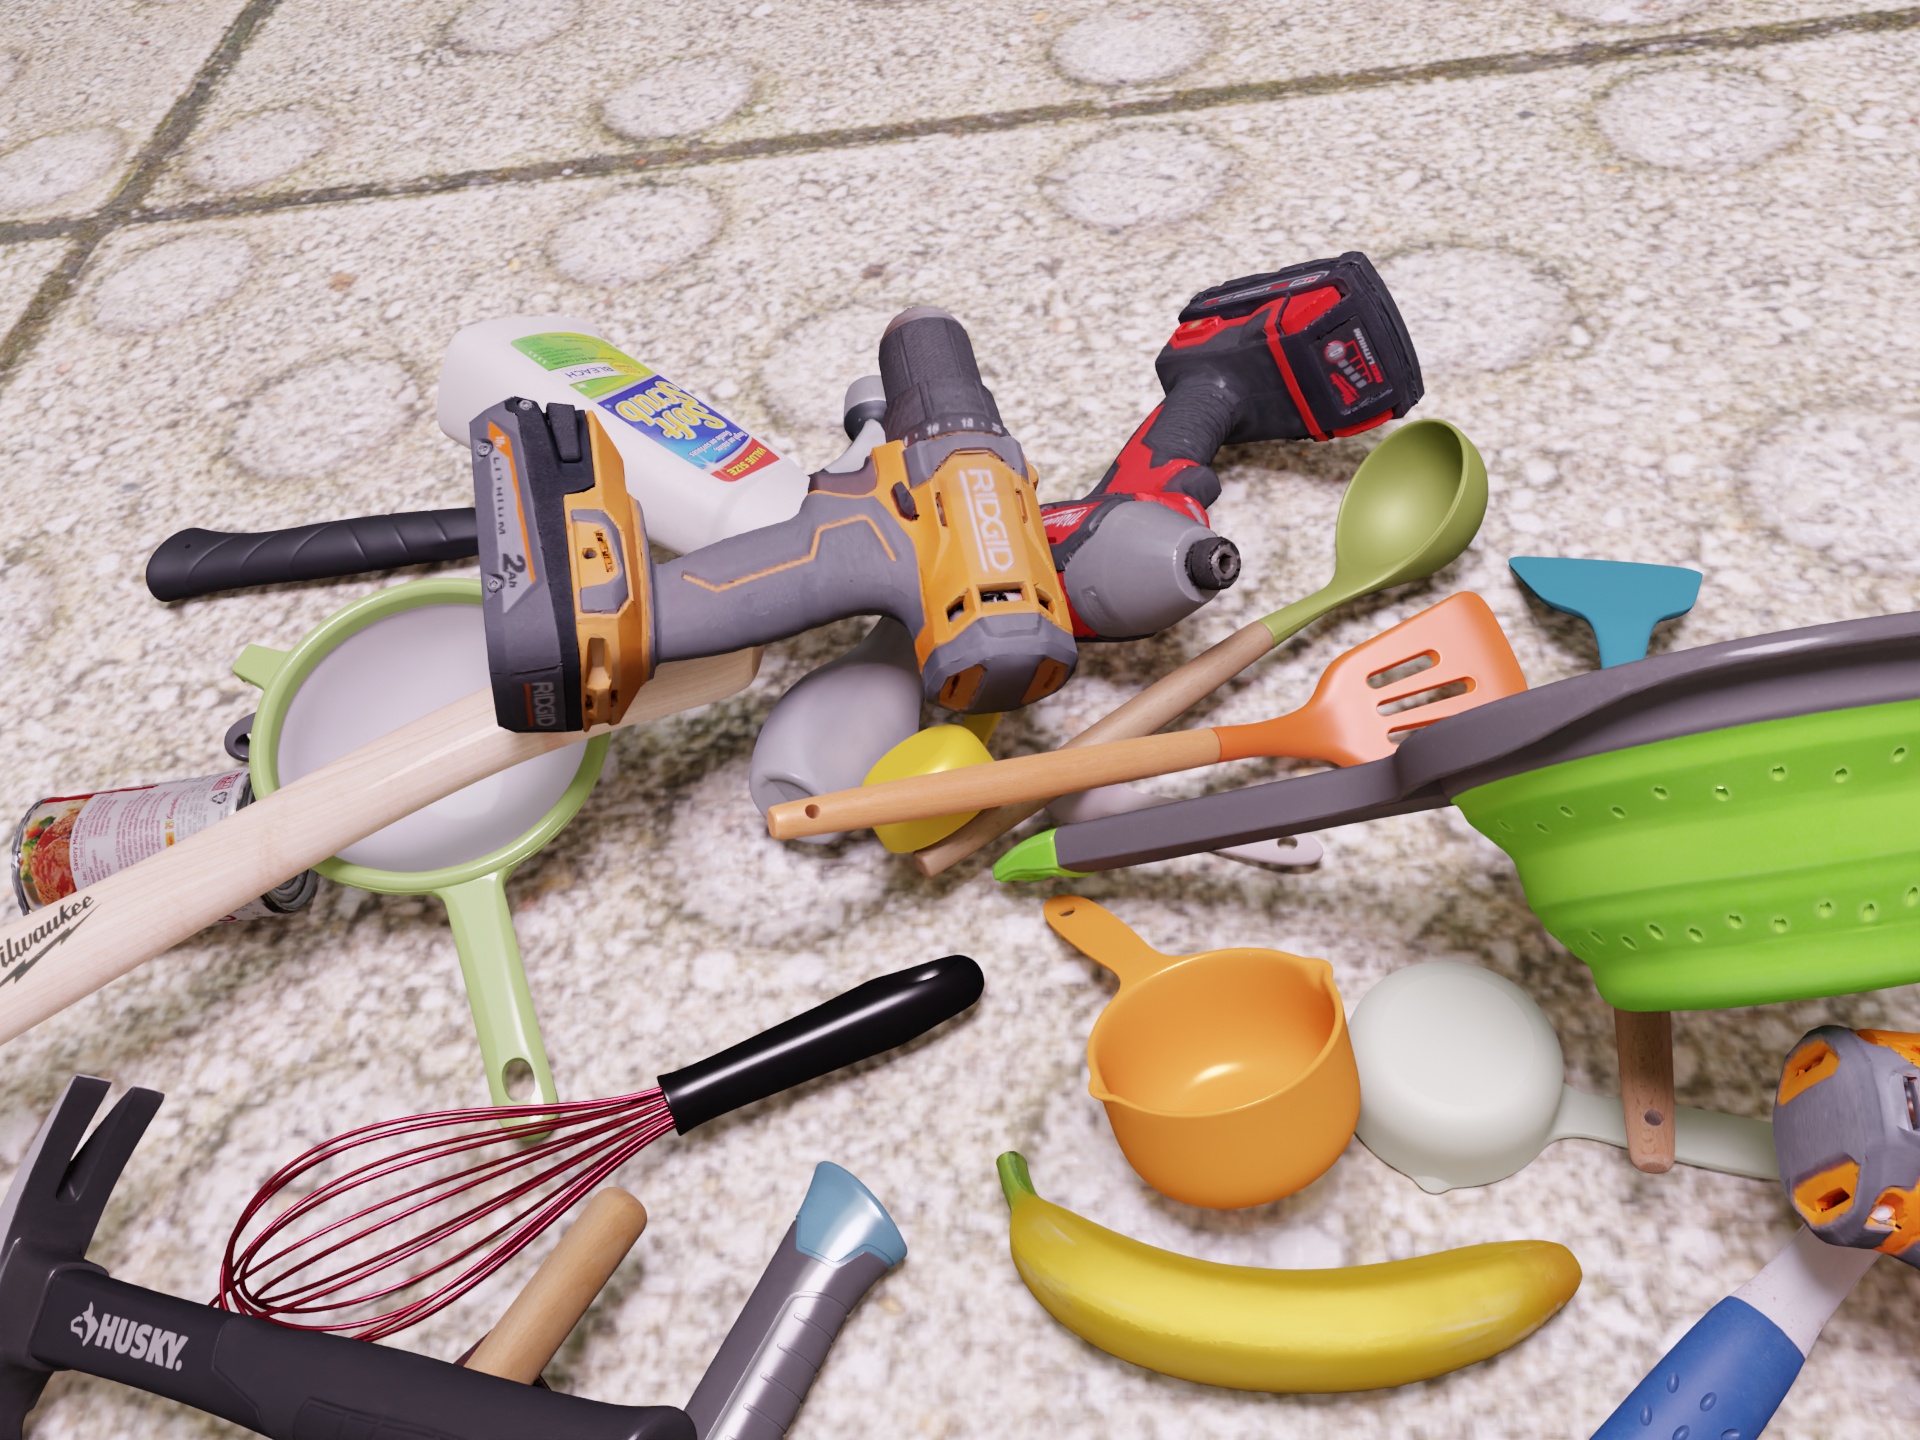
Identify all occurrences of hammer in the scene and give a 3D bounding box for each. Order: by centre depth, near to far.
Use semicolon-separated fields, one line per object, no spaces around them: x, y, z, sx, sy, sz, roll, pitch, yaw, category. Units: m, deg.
-0.207;0.190;0.476;0.335;0.035;0.146;-5;65;35;hammer
-0.107;0.284;0.477;0.128;0.033;0.331;17;55;23;hammer
0.256;0.181;0.482;0.405;0.035;0.144;-38;66;-18;hammer
-0.268;0.036;0.632;0.410;0.038;0.146;-29;66;-16;hammer
-0.229;-0.098;0.831;0.409;0.036;0.149;-6;50;7;hammer

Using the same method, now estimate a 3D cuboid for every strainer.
-0.207;0.061;0.680;0.151;0.069;0.257;-17;66;-11;strainer

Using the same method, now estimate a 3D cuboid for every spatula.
0.255;0.030;0.611;0.082;0.044;0.318;6;49;13;spatula
0.082;0.010;0.628;0.322;0.041;0.081;-9;72;-21;spatula

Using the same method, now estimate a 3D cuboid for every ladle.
0.105;-0.034;0.681;0.320;0.062;0.078;-33;18;-20;ladle

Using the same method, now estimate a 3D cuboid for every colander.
0.179;0.053;0.527;0.397;0.204;0.094;-15;77;36;colander

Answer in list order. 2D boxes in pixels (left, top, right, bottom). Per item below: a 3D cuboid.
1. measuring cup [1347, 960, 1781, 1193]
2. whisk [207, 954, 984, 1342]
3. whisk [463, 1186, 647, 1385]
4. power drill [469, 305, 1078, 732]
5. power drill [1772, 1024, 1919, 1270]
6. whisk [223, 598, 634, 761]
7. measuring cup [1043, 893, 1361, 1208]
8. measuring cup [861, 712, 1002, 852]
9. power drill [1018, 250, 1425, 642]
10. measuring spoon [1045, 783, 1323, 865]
0.215;0.127;0.544;0.167;0.038;0.083;8;52;19;measuring cup
-0.125;0.148;0.580;0.296;0.073;0.073;-21;49;-15;whisk
-0.173;0.244;0.475;0.051;0.047;0.245;16;51;29;whisk
-0.077;-0.087;0.642;0.226;0.084;0.185;-5;65;-15;power drill
0.316;0.195;0.410;0.164;0.084;0.227;5;61;2;power drill
-0.239;-0.022;0.760;0.239;0.055;0.055;-17;48;1;whisk
0.076;0.113;0.580;0.095;0.052;0.174;-26;22;-14;measuring cup
-0.001;-0.002;0.680;0.062;0.029;0.157;-22;25;30;measuring cup
0.110;-0.117;0.721;0.143;0.078;0.220;3;43;52;power drill
0.090;0.036;0.660;0.124;0.018;0.034;14;54;25;measuring spoon
